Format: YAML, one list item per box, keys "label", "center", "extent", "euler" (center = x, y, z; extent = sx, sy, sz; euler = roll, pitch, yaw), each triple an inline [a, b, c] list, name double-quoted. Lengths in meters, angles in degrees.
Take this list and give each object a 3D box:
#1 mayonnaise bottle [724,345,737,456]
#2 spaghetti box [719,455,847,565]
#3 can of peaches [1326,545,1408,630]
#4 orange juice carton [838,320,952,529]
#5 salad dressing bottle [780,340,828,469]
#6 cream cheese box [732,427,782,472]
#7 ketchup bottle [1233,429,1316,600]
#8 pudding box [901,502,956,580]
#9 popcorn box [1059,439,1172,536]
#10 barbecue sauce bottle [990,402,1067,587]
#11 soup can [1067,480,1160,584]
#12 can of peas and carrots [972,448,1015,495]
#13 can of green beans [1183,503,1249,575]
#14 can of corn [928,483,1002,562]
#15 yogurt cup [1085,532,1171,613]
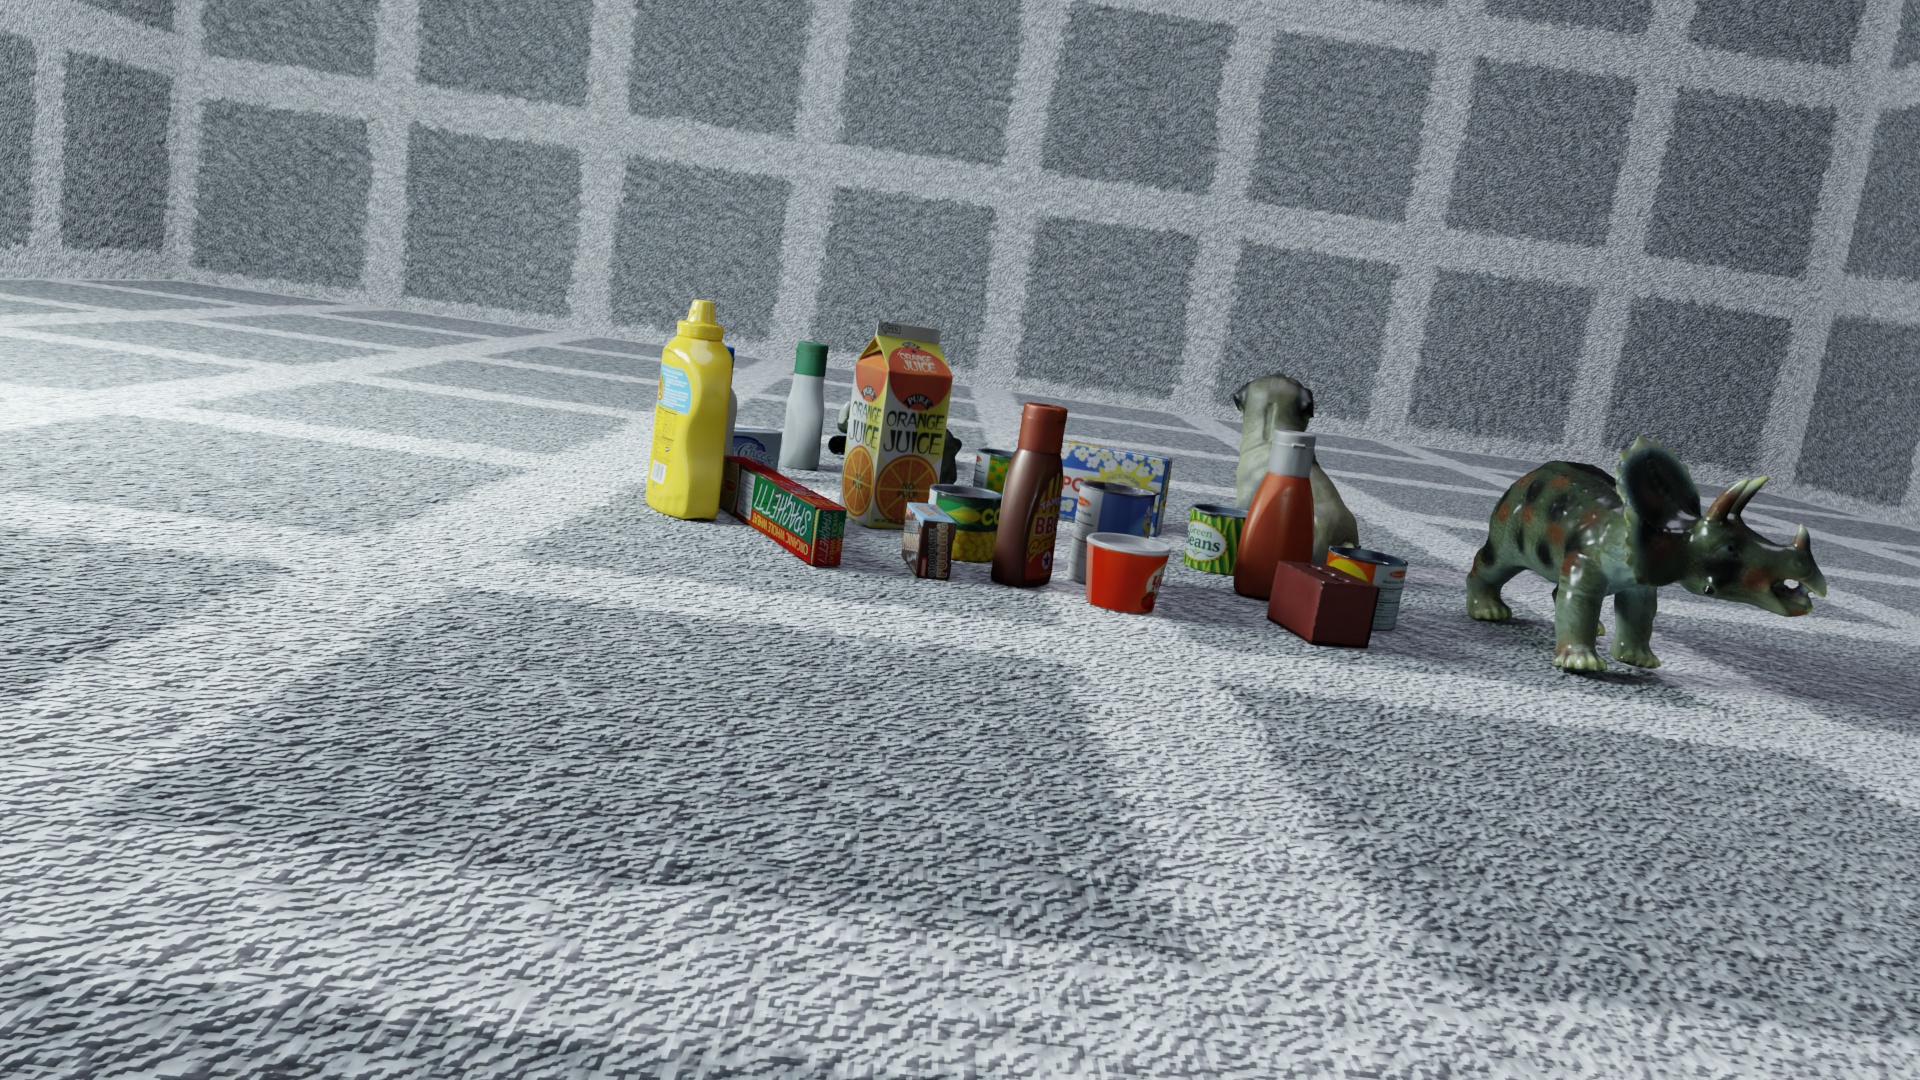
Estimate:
- label: "mayonnaise bottle"
  center: [-0.243, -0.114, 1.339]
  extent: [0.041, 0.147, 0.065]
  euler: [12, 10, 23]
- label: "spaghetti box"
  center: [-0.160, -0.029, 1.208]
  extent: [0.029, 0.050, 0.250]
  euler: [3, 11, -28]
- label: "can of peaches"
  center: [0.340, 0.040, 1.181]
  extent: [0.071, 0.058, 0.071]
  euler: [8, 10, -1]
- label: "orange juice carton"
  center: [-0.061, -0.111, 1.333]
  extent: [0.072, 0.192, 0.073]
  euler: [2, 11, -31]
- label: "salad dressing bottle"
  center: [-0.181, -0.158, 1.627]
  extent: [0.044, 0.147, 0.064]
  euler: [4, 10, -20]
- label: "cream cheese box"
  center: [-0.245, -0.096, 1.500]
  extent: [0.104, 0.053, 0.024]
  euler: [1, 12, -34]
- label: "ketchup bottle"
  center: [0.283, -0.022, 1.224]
  extent: [0.065, 0.148, 0.043]
  euler: [7, 10, -3]
- label: "pudding box"
  center: [-0.027, -0.001, 1.153]
  extent: [0.030, 0.049, 0.084]
  euler: [6, 10, -12]
- label: "popcorn box"
  center: [0.160, -0.057, 1.505]
  extent: [0.127, 0.085, 0.038]
  euler: [11, 10, 16]
- label: "barbecue sauce bottle"
  center: [0.060, -0.038, 1.146]
  extent: [0.044, 0.148, 0.065]
  euler: [13, 11, 29]
- label: "soup can"
  center: [0.133, -0.005, 1.199]
  extent: [0.071, 0.083, 0.071]
  euler: [8, 10, -1]
- label: "can of peas and carrots"
  center: [0.050, -0.070, 1.567]
  extent: [0.071, 0.058, 0.071]
  euler: [8, 10, -1]
- label: "can of green beans"
  center: [0.251, -0.001, 1.341]
  extent: [0.071, 0.057, 0.071]
  euler: [8, 10, -1]
- label: "can of corn"
  center: [0.004, -0.015, 1.233]
  extent: [0.071, 0.058, 0.071]
  euler: [8, 10, -1]
- label: "yogurt cup"
  center: [0.131, 0.026, 1.111]
  extent: [0.072, 0.053, 0.072]
  euler: [8, 10, -1]
